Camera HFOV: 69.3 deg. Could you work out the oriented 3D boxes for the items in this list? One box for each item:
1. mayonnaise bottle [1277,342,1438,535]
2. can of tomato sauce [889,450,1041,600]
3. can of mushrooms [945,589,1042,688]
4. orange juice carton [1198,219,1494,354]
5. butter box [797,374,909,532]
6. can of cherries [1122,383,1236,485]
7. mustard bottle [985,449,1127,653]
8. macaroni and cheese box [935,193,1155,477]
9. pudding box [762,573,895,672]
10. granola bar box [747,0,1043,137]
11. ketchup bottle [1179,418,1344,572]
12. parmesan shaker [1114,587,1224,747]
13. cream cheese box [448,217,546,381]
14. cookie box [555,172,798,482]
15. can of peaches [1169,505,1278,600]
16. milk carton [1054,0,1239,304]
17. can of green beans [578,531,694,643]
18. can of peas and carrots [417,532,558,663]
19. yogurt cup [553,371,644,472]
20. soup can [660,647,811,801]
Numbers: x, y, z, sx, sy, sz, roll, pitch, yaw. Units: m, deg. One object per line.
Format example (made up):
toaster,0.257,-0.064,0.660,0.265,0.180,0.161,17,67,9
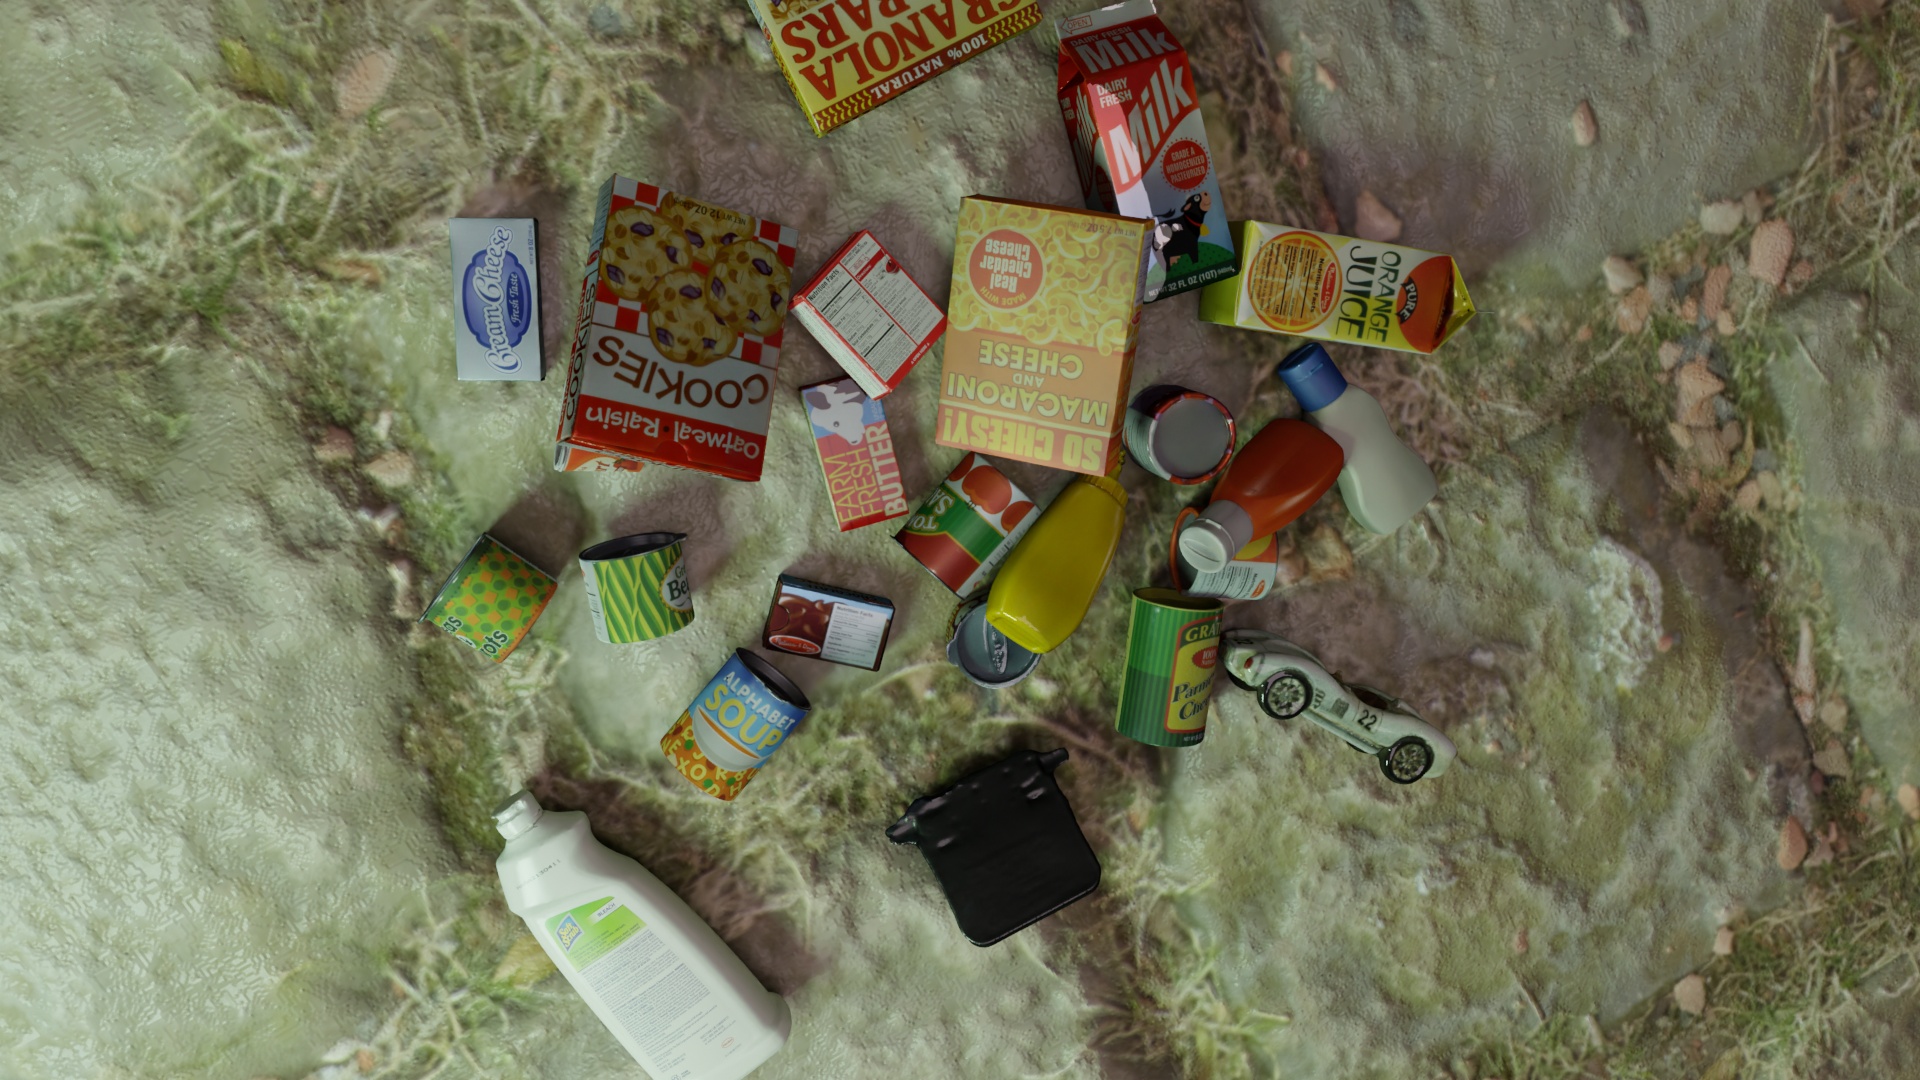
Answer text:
mayonnaise bottle,0.288,-0.077,1.019,0.065,0.041,0.148,-39,105,-4
can of tomato sauce,0.003,-0.012,0.957,0.071,0.071,0.083,42,89,-16
can of mushrooms,0.022,0.070,0.993,0.071,0.033,0.071,-3,102,-12
orange juice carton,0.274,-0.176,0.980,0.193,0.072,0.073,6,100,-13
butter box,-0.073,-0.062,0.952,0.053,0.024,0.103,-16,103,-8
can of cherries,0.156,-0.077,0.981,0.071,0.058,0.071,-2,102,-11
mustard bottle,0.079,0.001,0.972,0.065,0.048,0.161,37,68,-9
macaroni and cheese box,0.054,-0.136,0.918,0.124,0.040,0.165,13,110,17
pudding box,-0.092,0.057,0.968,0.084,0.030,0.049,13,99,-14
granola bar box,-0.048,-0.354,0.894,0.166,0.039,0.124,-29,105,-6
ketchup bottle,0.206,-0.031,0.964,0.149,0.065,0.043,-39,147,-37
parmesan shaker,0.153,0.091,1.011,0.071,0.071,0.103,4,101,-13
cream cheese box,-0.295,-0.153,0.887,0.053,0.024,0.103,-2,101,-10
cookie box,-0.176,-0.129,0.871,0.123,0.040,0.167,12,81,-29
can of peaches,0.188,0.007,1.002,0.058,0.071,0.071,3,100,-12
milk carton,0.120,-0.260,0.930,0.072,0.073,0.190,-18,104,-8
can of green beans,-0.213,0.031,0.918,0.071,0.071,0.057,-11,104,-10
can of peas and carrots,-0.305,0.039,0.899,0.058,0.071,0.071,36,92,-17
yogurt cup,-0.230,-0.075,0.897,0.054,0.072,0.072,8,99,-22
soup can,-0.153,0.126,0.947,0.071,0.071,0.084,39,91,-16
